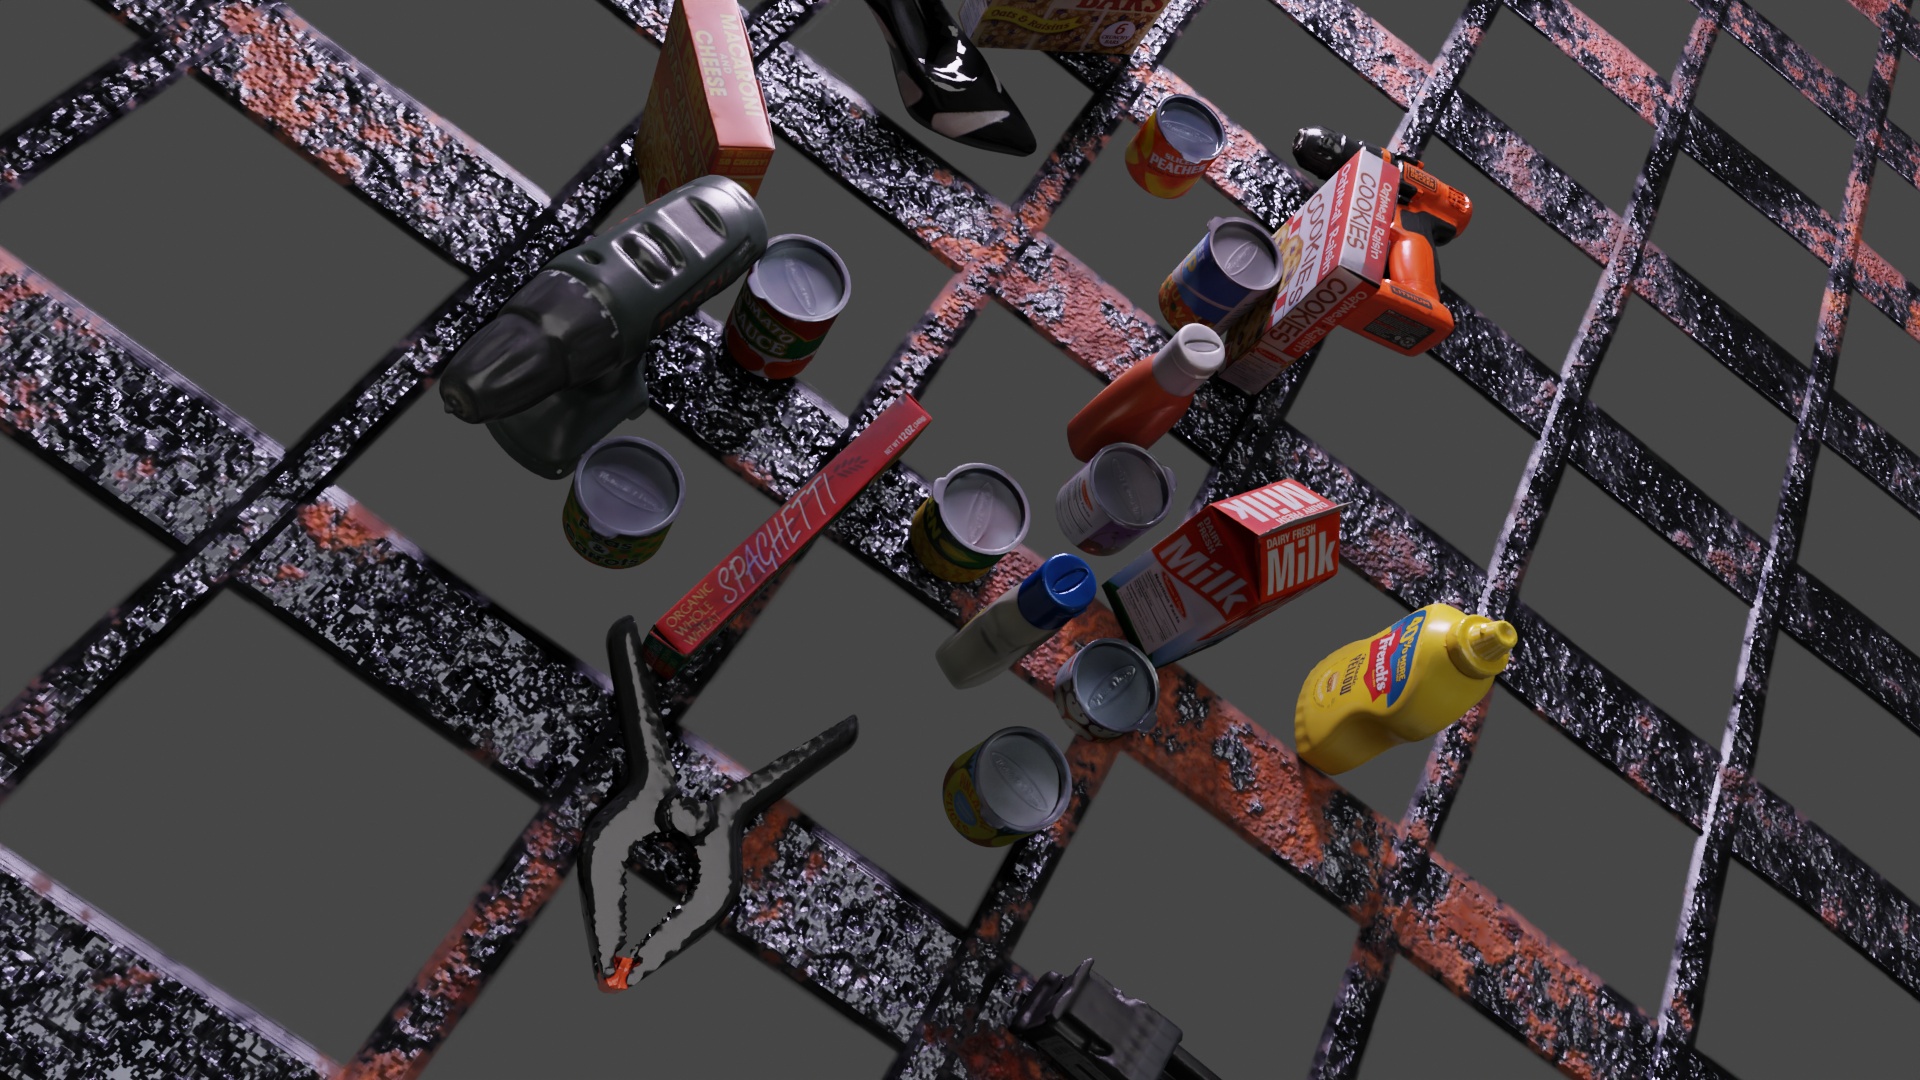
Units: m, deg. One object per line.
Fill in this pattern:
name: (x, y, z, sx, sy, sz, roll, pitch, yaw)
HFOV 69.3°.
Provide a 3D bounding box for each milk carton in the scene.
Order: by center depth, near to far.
milk carton: (0.180, 0.019, 0.928, 0.072, 0.189, 0.073, -18, 76, -29)

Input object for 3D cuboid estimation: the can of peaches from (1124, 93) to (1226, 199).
can of peaches: (0.179, -0.327, 1.161, 0.071, 0.057, 0.071, 9, 64, -20)

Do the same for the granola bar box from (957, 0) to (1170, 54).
granola bar box: (0.096, -0.460, 1.146, 0.166, 0.123, 0.039, -7, 71, -26)

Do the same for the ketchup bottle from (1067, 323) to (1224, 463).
ketchup bottle: (0.134, -0.101, 0.986, 0.065, 0.148, 0.043, -2, 69, -25)

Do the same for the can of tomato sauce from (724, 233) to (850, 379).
can of tomato sauce: (-0.120, -0.155, 0.938, 0.071, 0.082, 0.071, 9, 64, -20)

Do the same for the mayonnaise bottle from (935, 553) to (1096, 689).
mayonnaise bottle: (0.037, 0.051, 0.876, 0.065, 0.147, 0.041, -28, 81, -31)

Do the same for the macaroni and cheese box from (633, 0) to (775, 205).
macaroni and cheese box: (-0.171, -0.258, 0.913, 0.040, 0.165, 0.124, -7, 71, -26)

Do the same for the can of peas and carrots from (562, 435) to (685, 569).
can of peas and carrots: (-0.209, -0.020, 0.852, 0.071, 0.058, 0.071, 9, 64, -20)

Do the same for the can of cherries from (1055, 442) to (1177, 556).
can of cherries: (0.112, -0.028, 0.997, 0.071, 0.058, 0.072, 9, 64, -20)

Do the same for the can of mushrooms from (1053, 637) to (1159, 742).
can of mushrooms: (0.101, 0.105, 0.947, 0.071, 0.033, 0.071, 9, 64, -20)

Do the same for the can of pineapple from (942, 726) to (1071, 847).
can of pineapple: (0.027, 0.157, 0.876, 0.071, 0.057, 0.071, 9, 64, -20)

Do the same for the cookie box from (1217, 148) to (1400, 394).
cookie box: (0.271, -0.206, 1.083, 0.040, 0.166, 0.123, 25, 60, -12)

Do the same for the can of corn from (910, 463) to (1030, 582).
can of corn: (0.003, -0.012, 0.942, 0.071, 0.058, 0.071, 9, 64, -20)

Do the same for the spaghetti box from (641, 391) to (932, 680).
spaghetti box: (-0.109, -0.007, 0.895, 0.028, 0.050, 0.251, 44, 58, -1)

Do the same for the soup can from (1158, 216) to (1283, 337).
soup can: (0.203, -0.208, 1.103, 0.071, 0.083, 0.071, 9, 64, -20)
